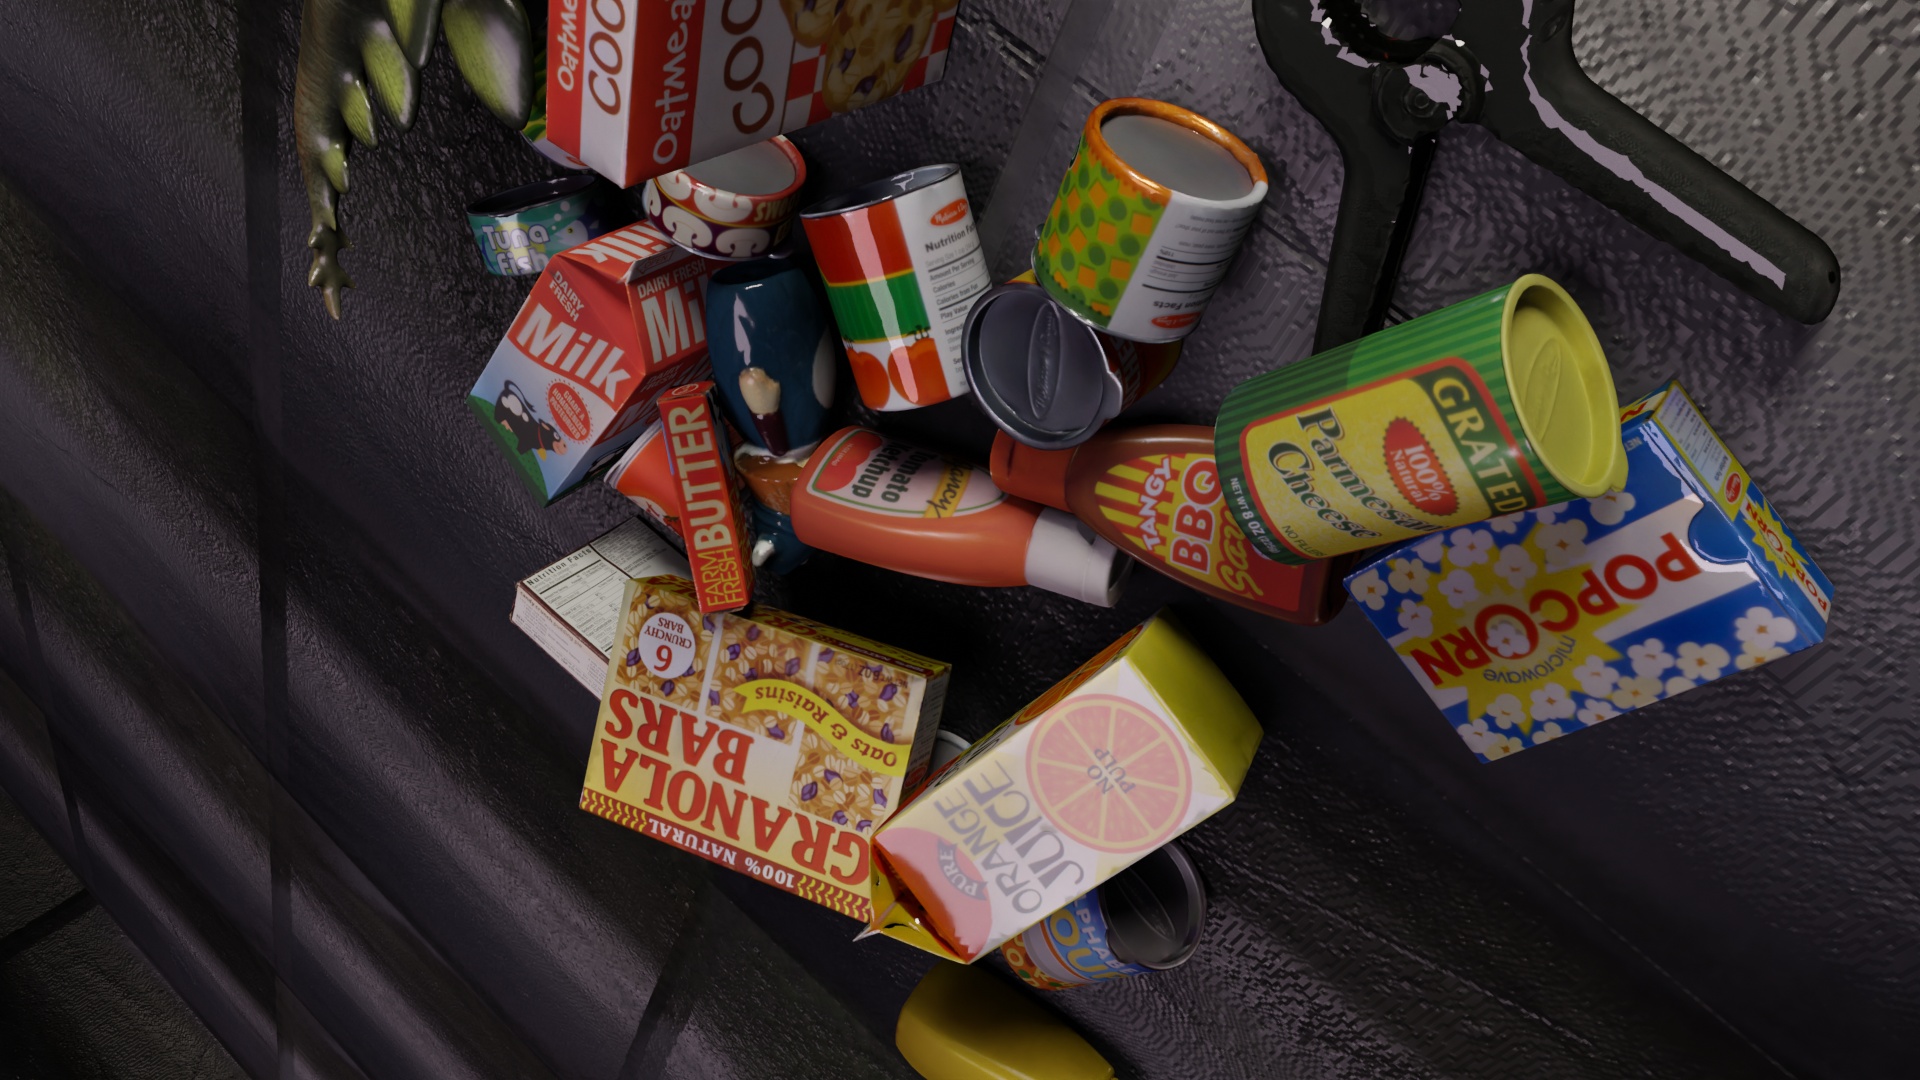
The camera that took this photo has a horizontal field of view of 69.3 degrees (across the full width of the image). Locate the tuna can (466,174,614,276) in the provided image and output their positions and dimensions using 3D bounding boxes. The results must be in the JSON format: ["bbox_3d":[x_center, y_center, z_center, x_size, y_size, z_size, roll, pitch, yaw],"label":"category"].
[{"bbox_3d":[-0.207,-0.156,0.686,0.071,0.071,0.032,10,124,37],"label":"tuna can"}]

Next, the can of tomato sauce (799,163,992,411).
[{"bbox_3d":[-0.022,-0.103,0.564,0.071,0.071,0.082,1,118,40],"label":"can of tomato sauce"}]

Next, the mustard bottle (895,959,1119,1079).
[{"bbox_3d":[0.042,0.297,0.771,0.160,0.065,0.048,26,127,21],"label":"mustard bottle"}]

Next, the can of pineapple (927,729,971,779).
[{"bbox_3d":[-0.021,0.140,0.719,0.071,0.071,0.057,46,136,8],"label":"can of pineapple"}]

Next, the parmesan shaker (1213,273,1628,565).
[{"bbox_3d":[0.140,-0.031,0.431,0.103,0.072,0.071,-19,103,46],"label":"parmesan shaker"}]

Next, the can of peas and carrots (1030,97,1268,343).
[{"bbox_3d":[0.064,-0.113,0.484,0.071,0.071,0.058,38,135,15],"label":"can of peas and carrots"}]

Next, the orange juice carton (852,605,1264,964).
[{"bbox_3d":[0.032,0.117,0.610,0.192,0.072,0.073,-39,88,26],"label":"orange juice carton"}]

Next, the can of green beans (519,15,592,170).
[{"bbox_3d":[-0.158,-0.204,0.616,0.058,0.071,0.071,-4,114,42],"label":"can of green beans"}]

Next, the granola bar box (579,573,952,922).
[{"bbox_3d":[-0.097,0.097,0.680,0.166,0.039,0.124,16,98,19],"label":"granola bar box"}]

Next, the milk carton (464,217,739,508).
[{"bbox_3d":[-0.172,-0.097,0.692,0.073,0.073,0.189,54,137,0],"label":"milk carton"}]

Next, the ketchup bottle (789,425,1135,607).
[{"bbox_3d":[0.002,-0.008,0.611,0.149,0.065,0.043,16,136,22],"label":"ketchup bottle"}]

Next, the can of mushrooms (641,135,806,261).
[{"bbox_3d":[-0.099,-0.153,0.599,0.071,0.071,0.033,39,134,14],"label":"can of mushrooms"}]

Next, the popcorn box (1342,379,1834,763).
[{"bbox_3d":[0.205,0.015,0.466,0.085,0.038,0.126,54,137,1],"label":"popcorn box"}]

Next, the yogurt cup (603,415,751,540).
[{"bbox_3d":[-0.137,-0.035,0.710,0.054,0.073,0.072,44,137,-2],"label":"yogurt cup"}]

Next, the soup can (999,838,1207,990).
[{"bbox_3d":[0.064,0.180,0.669,0.071,0.072,0.083,55,137,-2],"label":"soup can"}]

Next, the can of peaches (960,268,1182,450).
[{"bbox_3d":[0.045,-0.075,0.530,0.071,0.058,0.071,21,128,29],"label":"can of peaches"}]

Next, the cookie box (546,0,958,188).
[{"bbox_3d":[-0.059,-0.199,0.458,0.040,0.168,0.122,35,134,20],"label":"cookie box"}]

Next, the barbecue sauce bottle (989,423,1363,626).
[{"bbox_3d":[0.082,-0.017,0.544,0.148,0.044,0.064,19,108,32],"label":"barbecue sauce bottle"}]

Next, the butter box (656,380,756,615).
[{"bbox_3d":[-0.118,-0.021,0.654,0.024,0.053,0.103,-10,102,-2],"label":"butter box"}]
